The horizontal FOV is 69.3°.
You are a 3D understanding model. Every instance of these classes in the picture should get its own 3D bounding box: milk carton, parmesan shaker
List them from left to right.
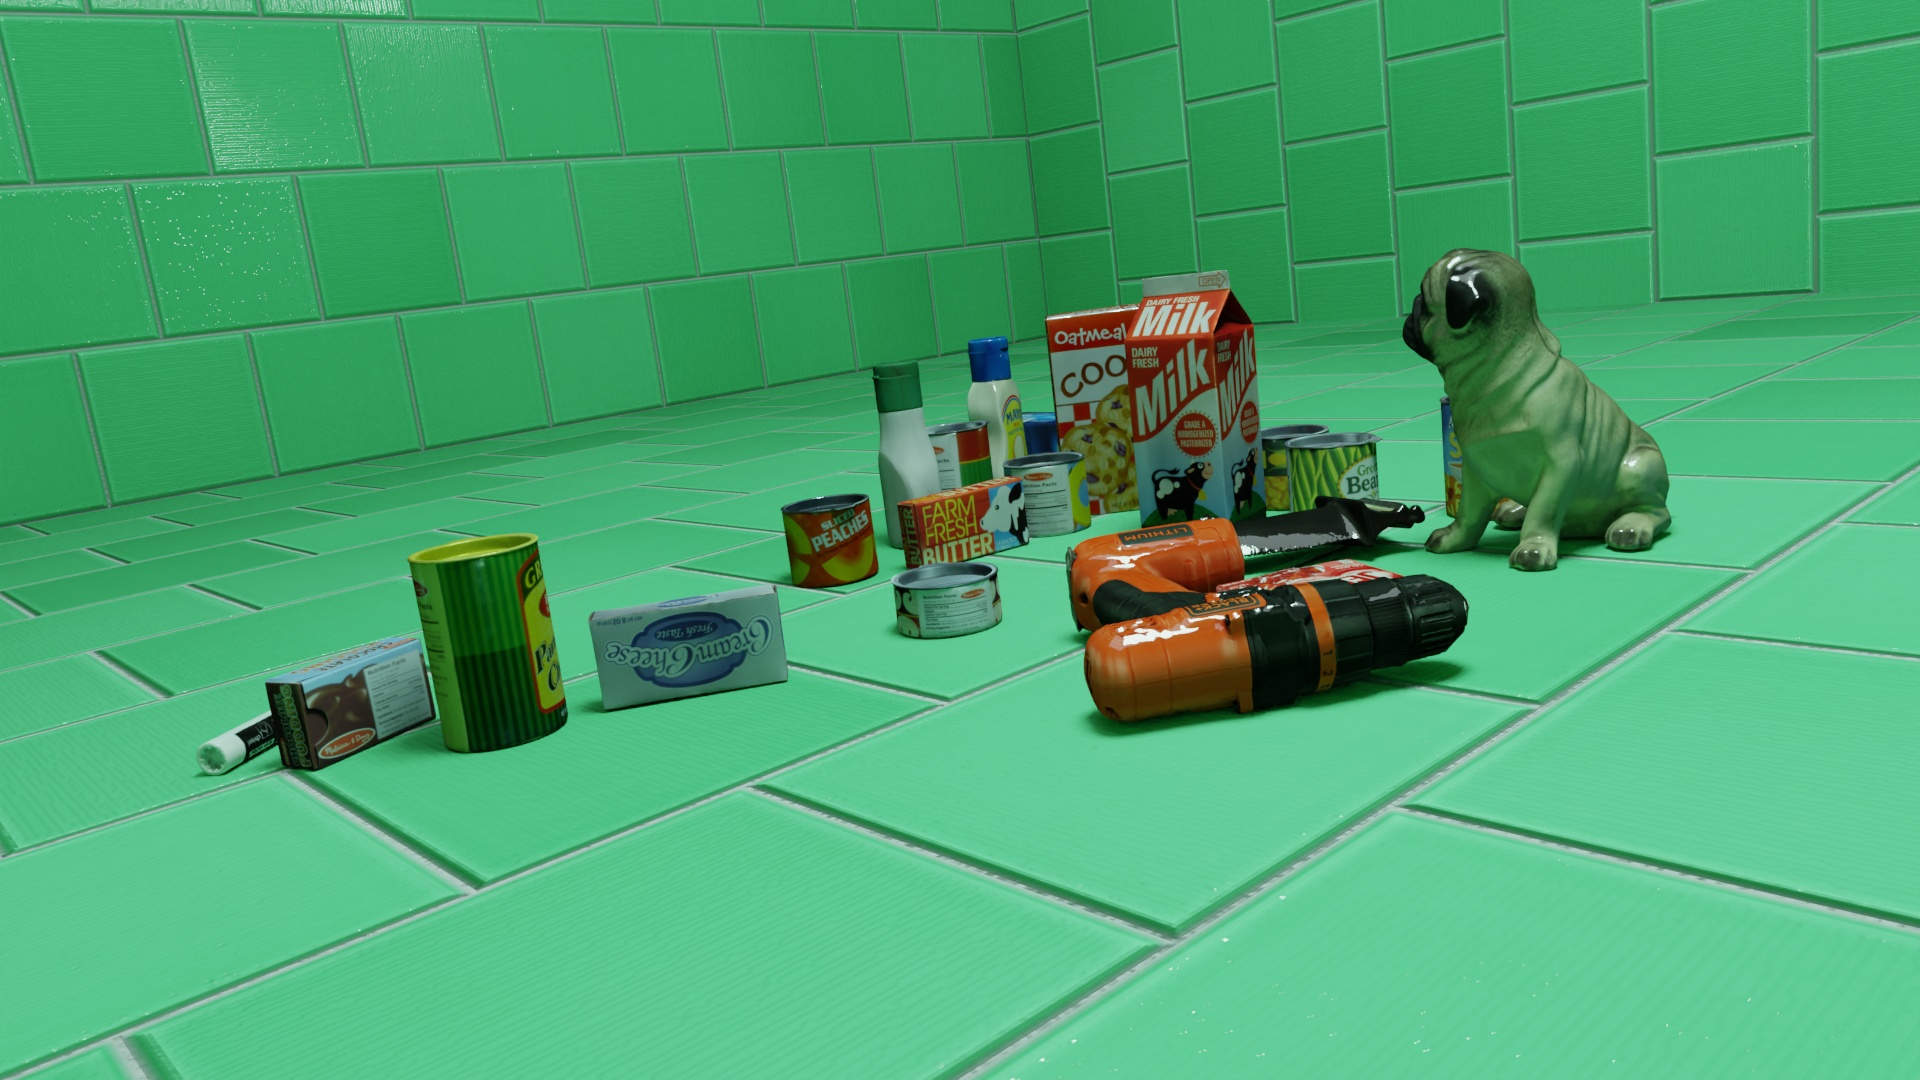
[{"bbox_3d":[-0.252,0.053,0.744,0.071,0.103,0.071,-7,11,1],"label":"parmesan shaker"},{"bbox_3d":[0.172,-0.099,1.015,0.072,0.190,0.074,1,13,36],"label":"milk carton"}]

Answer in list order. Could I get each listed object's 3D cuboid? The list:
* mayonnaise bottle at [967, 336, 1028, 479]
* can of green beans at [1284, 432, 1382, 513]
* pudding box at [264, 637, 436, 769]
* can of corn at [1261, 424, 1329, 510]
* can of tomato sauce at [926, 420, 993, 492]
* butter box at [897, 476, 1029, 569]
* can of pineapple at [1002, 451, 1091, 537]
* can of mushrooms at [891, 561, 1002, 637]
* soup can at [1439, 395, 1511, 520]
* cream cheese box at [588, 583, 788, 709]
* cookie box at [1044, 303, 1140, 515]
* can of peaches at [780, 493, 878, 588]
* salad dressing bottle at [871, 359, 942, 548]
[{"bbox_3d":[0.033,-0.110,1.262,0.041,0.147,0.065,-1,12,29],"label":"mayonnaise bottle"},{"bbox_3d":[0.276,-0.047,1.031,0.071,0.057,0.071,-7,11,1],"label":"can of green beans"},{"bbox_3d":[-0.331,0.087,0.759,0.030,0.049,0.084,-2,12,27],"label":"pudding box"},{"bbox_3d":[0.257,-0.058,1.096,0.071,0.058,0.071,-7,11,1],"label":"can of corn"},{"bbox_3d":[-0.004,-0.056,1.185,0.071,0.083,0.071,-7,11,1],"label":"can of tomato sauce"},{"bbox_3d":[0.004,-0.013,1.042,0.104,0.053,0.024,-15,13,-33],"label":"butter box"},{"bbox_3d":[0.070,-0.038,1.112,0.071,0.057,0.071,-7,11,1],"label":"can of pineapple"},{"bbox_3d":[-0.008,0.036,0.858,0.071,0.033,0.071,-7,11,1],"label":"can of mushrooms"},{"bbox_3d":[0.373,-0.060,0.973,0.071,0.083,0.071,-7,11,1],"label":"soup can"},{"bbox_3d":[-0.151,0.059,0.777,0.104,0.053,0.024,-9,11,-9],"label":"cream cheese box"},{"bbox_3d":[0.139,-0.110,1.150,0.123,0.167,0.040,-7,11,2],"label":"cookie box"},{"bbox_3d":[-0.095,0.000,1.026,0.071,0.058,0.071,-7,11,1],"label":"can of peaches"},{"bbox_3d":[-0.043,-0.069,1.110,0.044,0.147,0.064,-12,12,-25],"label":"salad dressing bottle"}]
